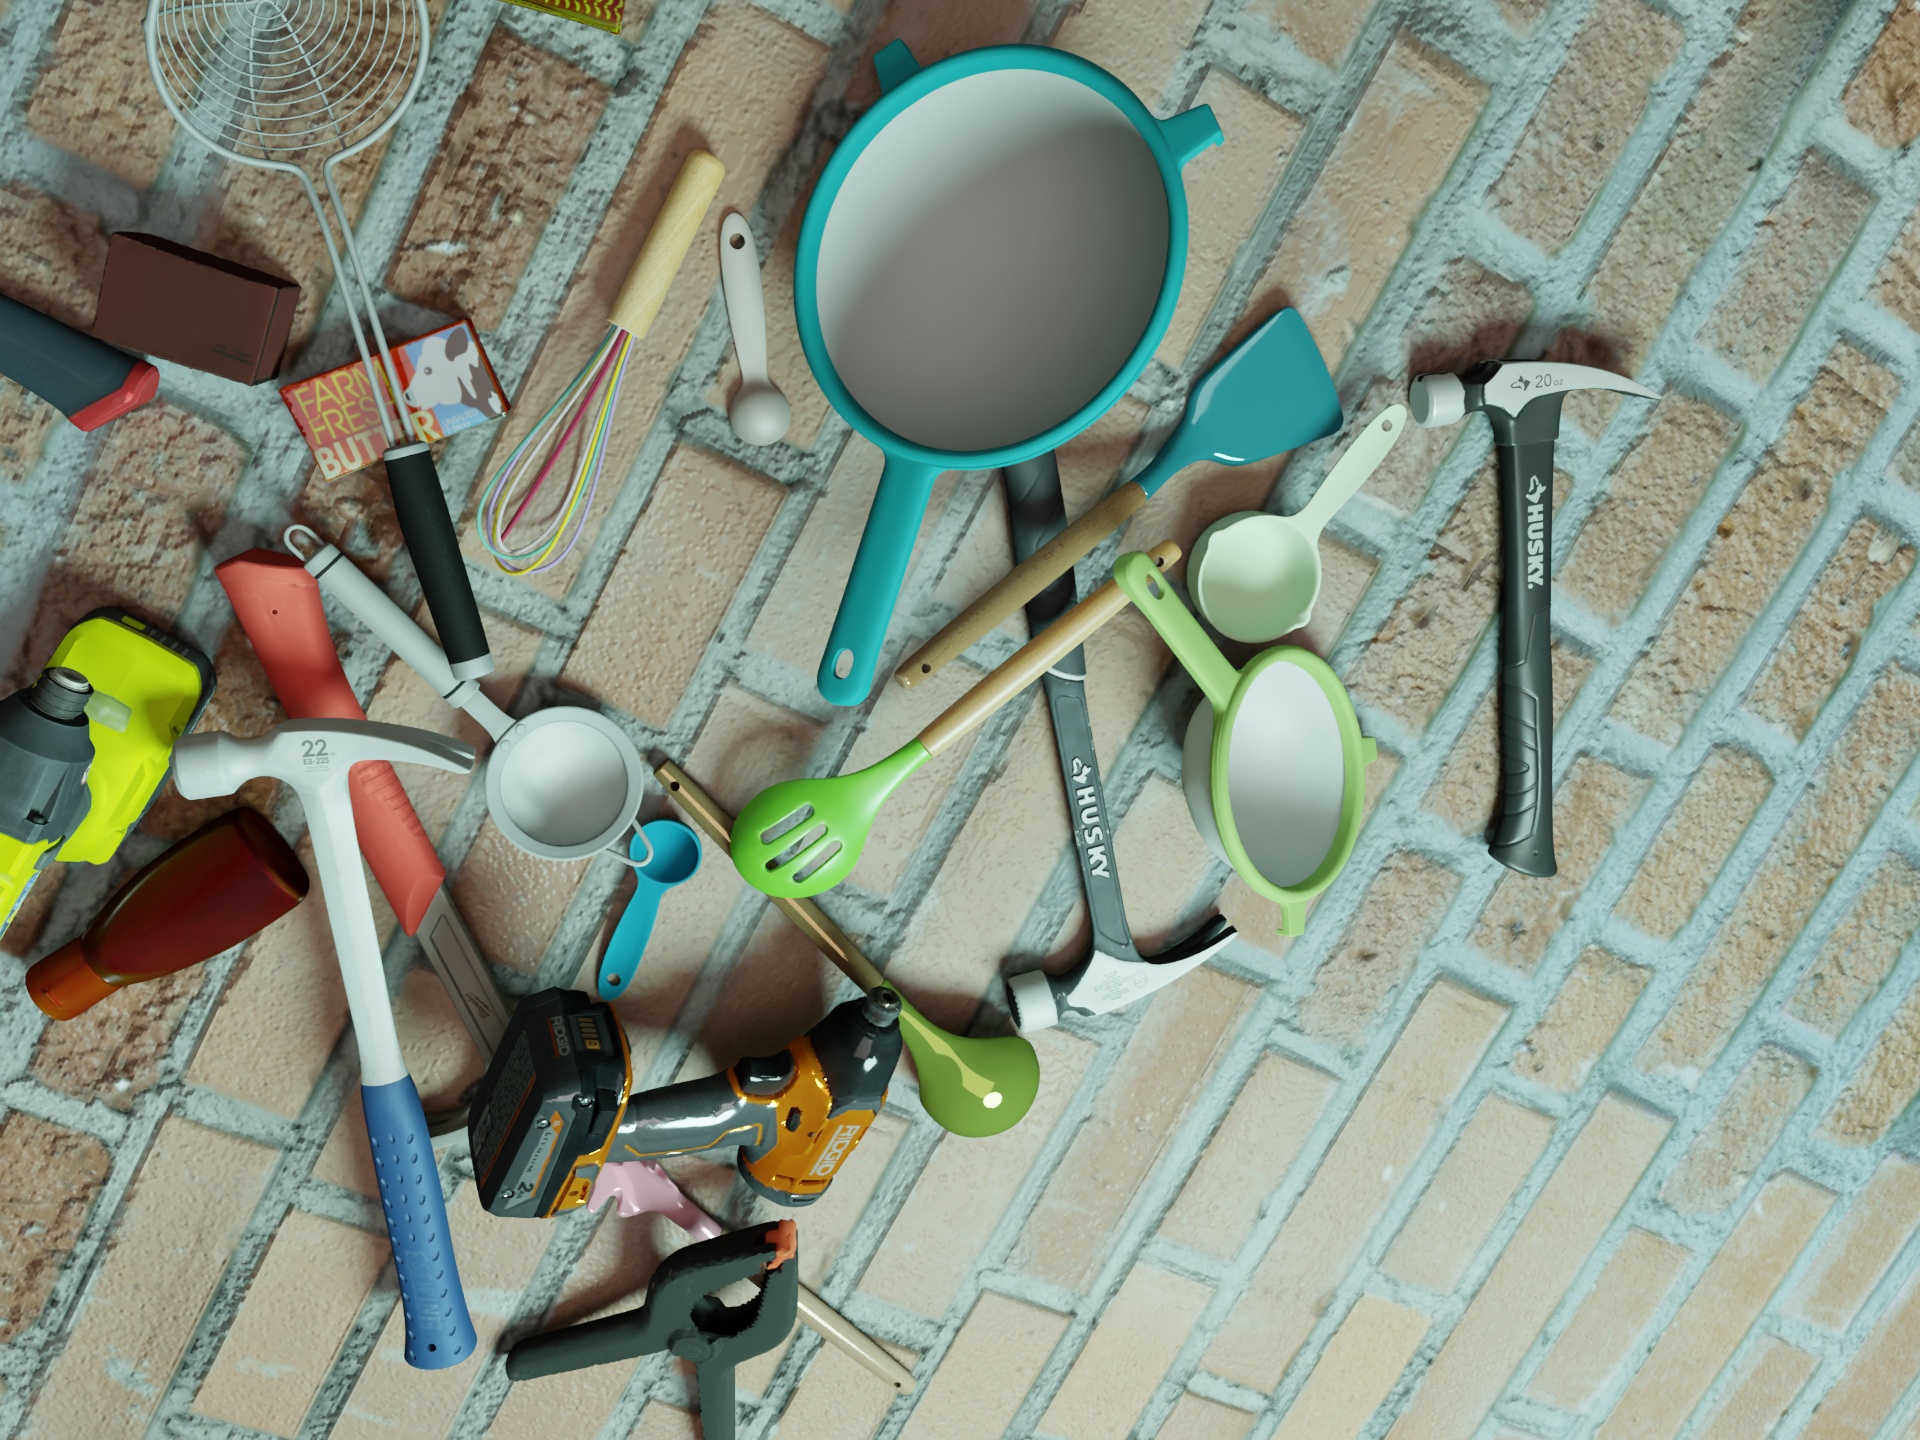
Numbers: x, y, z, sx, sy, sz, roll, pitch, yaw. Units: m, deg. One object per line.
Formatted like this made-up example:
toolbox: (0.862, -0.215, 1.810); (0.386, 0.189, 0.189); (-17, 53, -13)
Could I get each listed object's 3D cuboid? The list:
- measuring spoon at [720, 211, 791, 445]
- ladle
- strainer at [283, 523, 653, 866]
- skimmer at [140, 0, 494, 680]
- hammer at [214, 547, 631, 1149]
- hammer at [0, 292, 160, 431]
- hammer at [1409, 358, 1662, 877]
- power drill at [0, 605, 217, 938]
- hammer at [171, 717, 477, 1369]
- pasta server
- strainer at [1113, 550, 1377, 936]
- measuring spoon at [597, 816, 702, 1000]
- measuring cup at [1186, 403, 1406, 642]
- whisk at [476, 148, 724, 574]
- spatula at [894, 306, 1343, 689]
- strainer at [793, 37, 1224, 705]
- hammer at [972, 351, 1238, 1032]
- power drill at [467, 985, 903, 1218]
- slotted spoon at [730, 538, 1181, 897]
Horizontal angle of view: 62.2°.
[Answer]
measuring spoon: (-0.114, -0.210, 0.859); (0.034, 0.018, 0.124); (-9, 107, -9)
ladle: (-0.069, 0.138, 0.965); (0.078, 0.062, 0.320); (-40, 103, 11)
strainer: (-0.265, -0.012, 0.868); (0.087, 0.050, 0.258); (-48, 111, -14)
skimmer: (-0.280, -0.190, 0.766); (0.127, 0.090, 0.363); (-22, 108, -30)
hammer: (-0.324, 0.075, 0.891); (0.149, 0.037, 0.358); (-22, 109, -3)
hammer: (-0.571, -0.253, 0.744); (0.386, 0.038, 0.143); (24, 99, -17)
hammer: (0.358, -0.058, 0.991); (0.146, 0.035, 0.334); (-9, 108, -8)
power drill: (-0.434, 0.028, 0.755); (0.080, 0.223, 0.171); (32, 98, -19)
hammer: (-0.316, 0.189, 0.886); (0.144, 0.035, 0.405); (-7, 111, -9)
pasta server: (-0.138, 0.348, 1.009); (0.060, 0.040, 0.316); (-37, 112, 20)
strainer: (0.144, -0.002, 0.922); (0.256, 0.069, 0.151); (48, 57, -30)
measuring spoon: (-0.188, 0.110, 0.943); (0.042, 0.021, 0.128); (23, 110, -8)
measuring cup: (0.200, -0.121, 0.940); (0.083, 0.038, 0.167); (39, 94, -19)
whisk: (-0.190, -0.189, 0.840); (0.051, 0.047, 0.245); (25, 96, -28)
spatula: (0.087, -0.115, 0.886); (0.317, 0.044, 0.082); (-40, 115, -21)
strainer: (0.005, -0.167, 0.831); (0.211, 0.095, 0.340); (22, 98, 23)
hammer: (0.069, -0.013, 0.946); (0.149, 0.036, 0.408); (-14, 108, -8)
power drill: (-0.143, 0.207, 0.899); (0.226, 0.084, 0.164); (9, 126, -34)
slotted spoon: (-0.001, -0.003, 0.905); (0.314, 0.031, 0.070); (-38, 102, 2)
